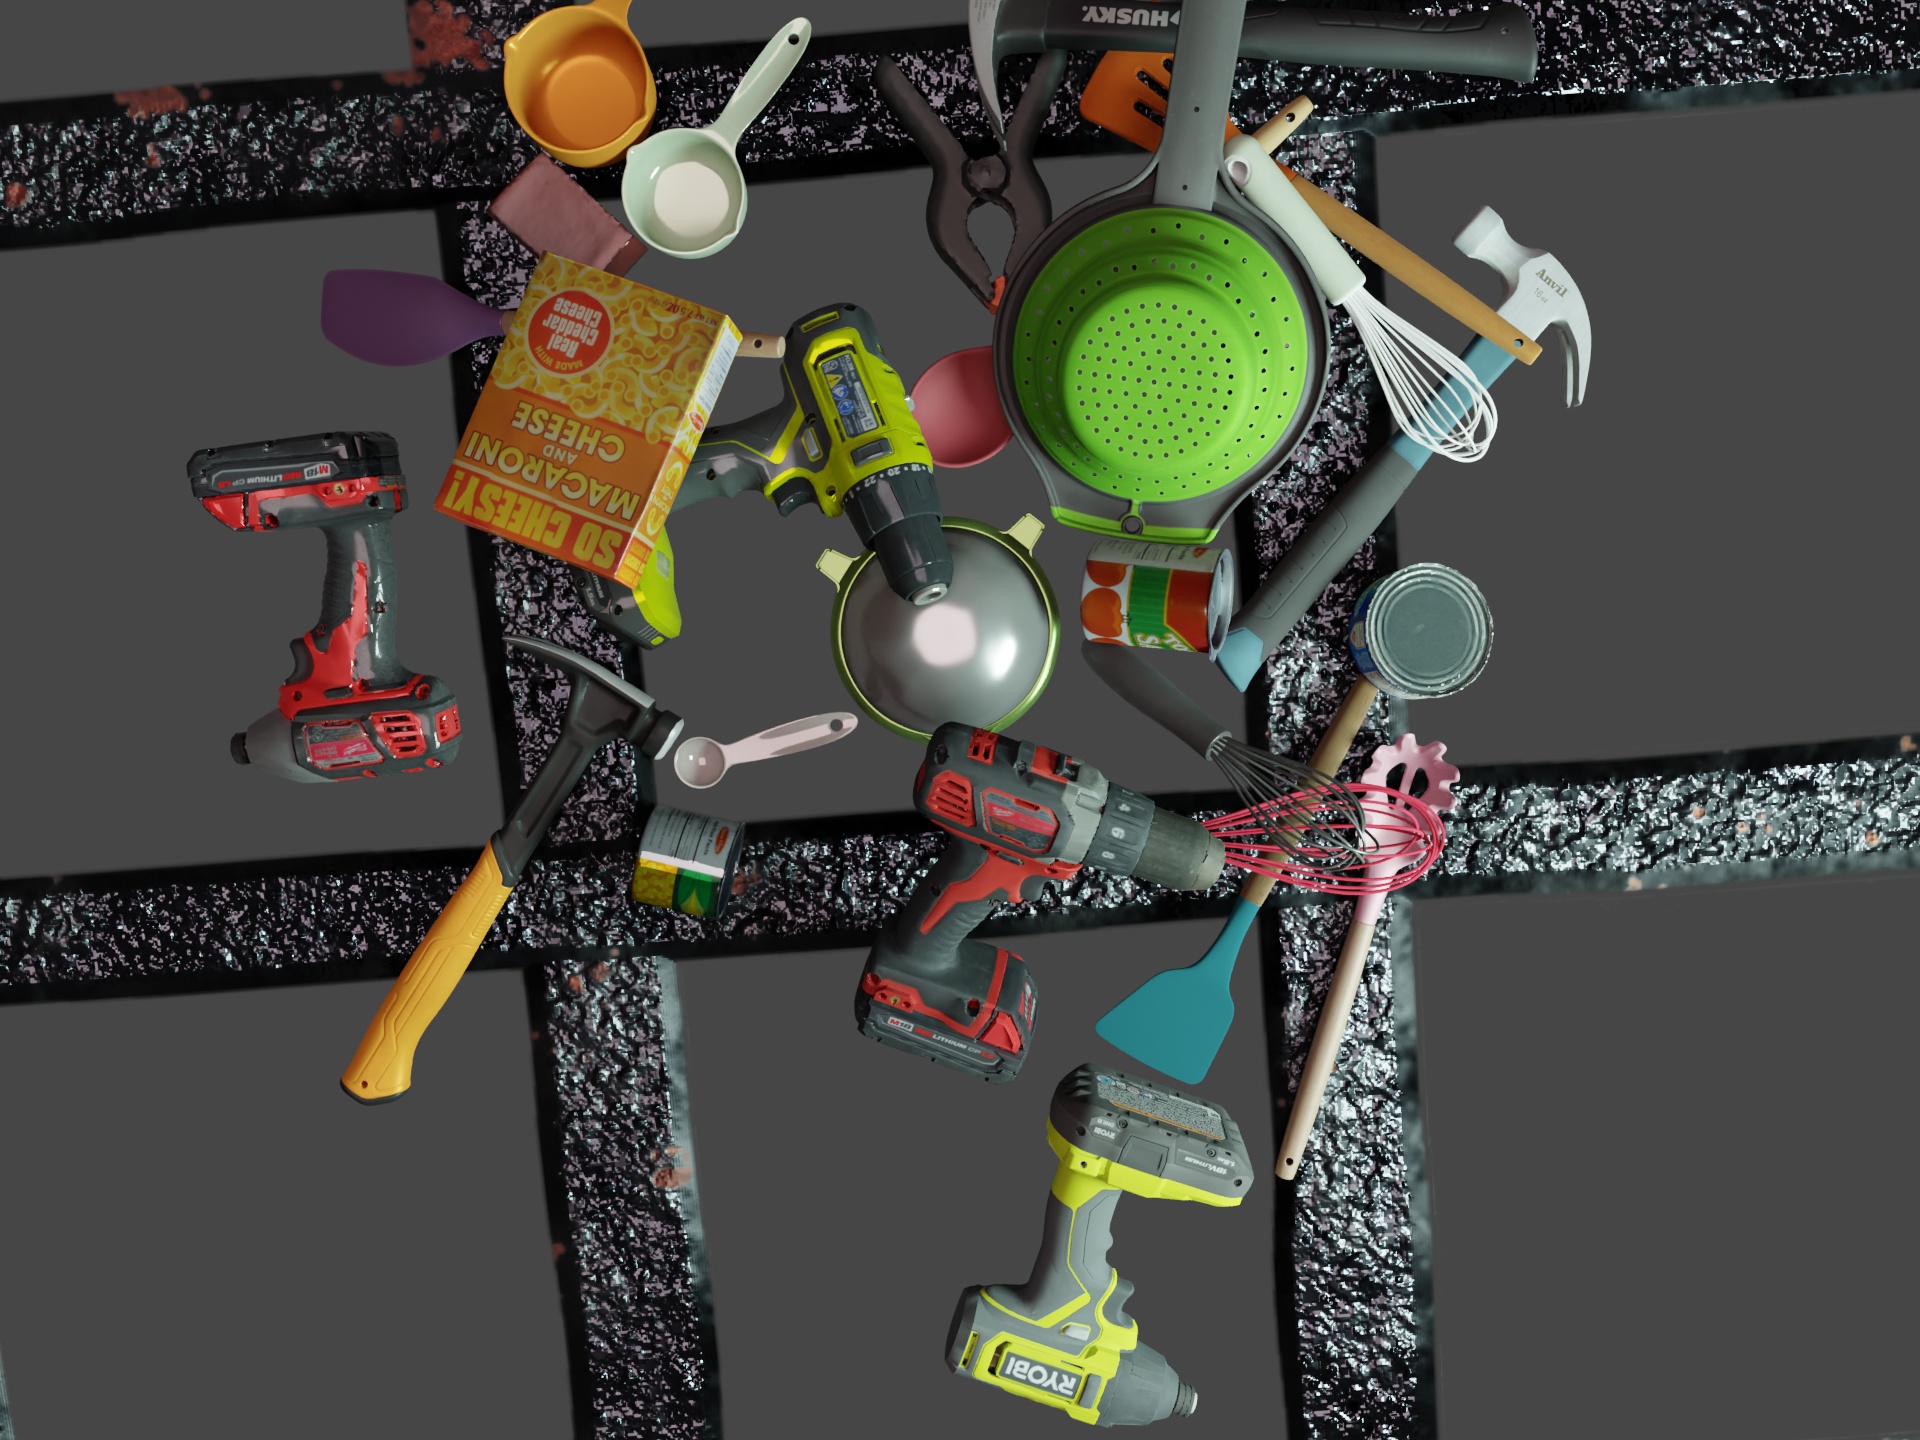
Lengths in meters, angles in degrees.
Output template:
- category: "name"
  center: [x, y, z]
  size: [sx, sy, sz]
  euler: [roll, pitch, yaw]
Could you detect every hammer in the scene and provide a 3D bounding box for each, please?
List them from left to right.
- category: "hammer"
  center: [-0.322, 0.108, 1.054]
  size: [0.127, 0.034, 0.337]
  euler: [32, 96, -4]
- category: "hammer"
  center: [0.168, -0.402, 0.940]
  size: [0.335, 0.035, 0.146]
  euler: [7, 81, 8]
- category: "hammer"
  center: [0.272, -0.158, 1.018]
  size: [0.128, 0.033, 0.331]
  euler: [39, 96, -3]

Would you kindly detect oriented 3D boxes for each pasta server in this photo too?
- category: "pasta server"
  center: [0.260, 0.160, 1.055]
  size: [0.060, 0.040, 0.316]
  euler: [17, 98, 12]

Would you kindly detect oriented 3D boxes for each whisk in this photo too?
- category: "whisk"
  center: [0.155, 0.076, 1.005]
  size: [0.296, 0.073, 0.073]
  euler: [0, 97, 5]
- category: "whisk"
  center: [0.160, 0.014, 0.982]
  size: [0.239, 0.055, 0.055]
  euler: [41, 97, 31]
- category: "whisk"
  center: [0.240, -0.254, 0.960]
  size: [0.246, 0.058, 0.059]
  euler: [48, 60, -9]

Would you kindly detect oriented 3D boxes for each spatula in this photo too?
- category: "spatula"
  center: [-0.259, -0.243, 0.990]
  size: [0.316, 0.018, 0.060]
  euler: [7, 98, 13]
- category: "spatula"
  center: [0.200, 0.094, 1.056]
  size: [0.082, 0.044, 0.317]
  euler: [29, 92, -3]
- category: "spatula"
  center: [0.222, -0.318, 0.980]
  size: [0.322, 0.041, 0.081]
  euler: [37, 102, 6]

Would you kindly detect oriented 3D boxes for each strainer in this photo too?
- category: "strainer"
  center: [-0.002, -0.003, 1.020]
  size: [0.151, 0.069, 0.256]
  euler: [-9, 95, 1]

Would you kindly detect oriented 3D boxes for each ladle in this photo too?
- category: "ladle"
  center: [0.091, -0.273, 0.988]
  size: [0.315, 0.031, 0.069]
  euler: [-40, 101, 13]

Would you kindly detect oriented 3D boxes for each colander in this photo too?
- category: "colander"
  center: [0.124, -0.281, 0.899]
  size: [0.204, 0.094, 0.396]
  euler: [9, 113, 5]

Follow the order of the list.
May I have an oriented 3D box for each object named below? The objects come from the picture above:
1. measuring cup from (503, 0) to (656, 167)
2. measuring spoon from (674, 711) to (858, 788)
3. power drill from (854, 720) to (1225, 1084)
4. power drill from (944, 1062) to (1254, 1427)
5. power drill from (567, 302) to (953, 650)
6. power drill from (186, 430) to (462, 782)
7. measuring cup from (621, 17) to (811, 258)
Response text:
- category: "measuring cup"
  center: [-0.213, -0.425, 0.981]
  size: [0.095, 0.052, 0.173]
  euler: [26, 90, -3]
- category: "measuring spoon"
  center: [-0.128, 0.015, 1.054]
  size: [0.124, 0.018, 0.034]
  euler: [-15, 97, -5]
- category: "power drill"
  center: [0.042, 0.118, 0.983]
  size: [0.188, 0.080, 0.226]
  euler: [20, 123, -2]
- category: "power drill"
  center: [0.104, 0.359, 1.063]
  size: [0.171, 0.080, 0.223]
  euler: [19, 101, -1]
- category: "power drill"
  center: [-0.126, -0.132, 0.983]
  size: [0.228, 0.080, 0.191]
  euler: [-22, 78, 3]
- category: "power drill"
  center: [-0.409, -0.068, 1.015]
  size: [0.143, 0.078, 0.219]
  euler: [-8, 100, 2]
- category: "measuring cup"
  center: [-0.144, -0.364, 0.994]
  size: [0.083, 0.038, 0.167]
  euler: [36, 93, -4]
